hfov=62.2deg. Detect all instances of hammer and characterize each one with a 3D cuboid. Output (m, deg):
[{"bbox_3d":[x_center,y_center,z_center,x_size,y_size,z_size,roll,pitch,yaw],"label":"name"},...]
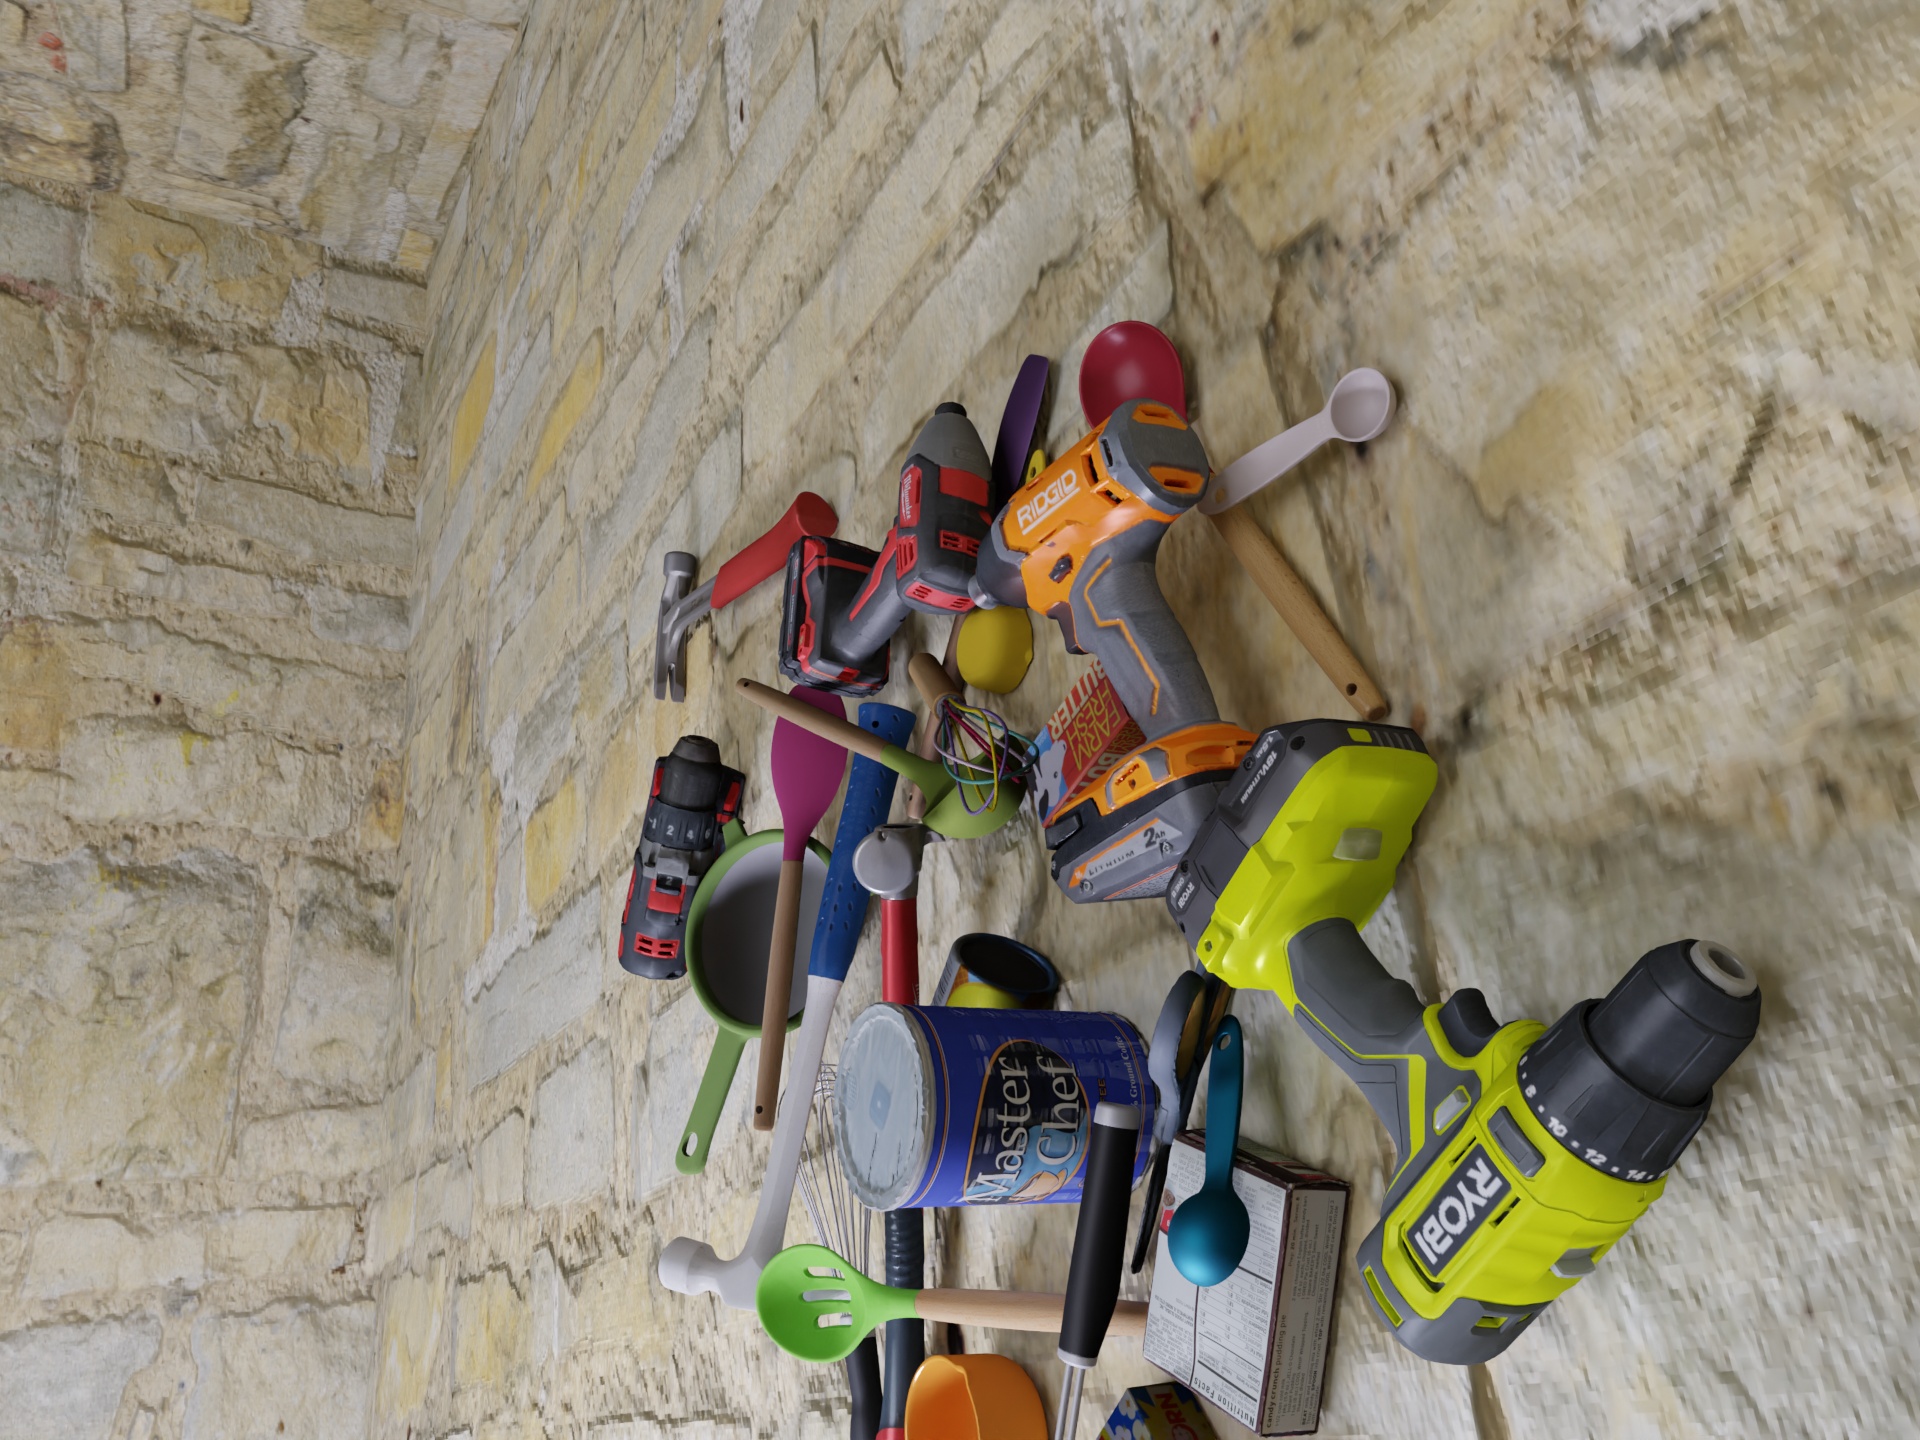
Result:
[{"bbox_3d":[-0.201,-0.119,1.423,0.359,0.036,0.149,-19,66,59],"label":"hammer"},{"bbox_3d":[-0.033,0.258,0.991,0.143,0.038,0.386,1,-92,-82],"label":"hammer"},{"bbox_3d":[-0.087,0.184,1.059,0.144,0.035,0.406,5,72,26],"label":"hammer"}]

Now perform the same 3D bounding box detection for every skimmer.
[{"bbox_3d":[0.023,0.361,0.745,0.127,0.090,0.363,-3,74,56],"label":"skimmer"}]

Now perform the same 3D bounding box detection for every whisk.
[{"bbox_3d":[-0.072,0.367,1.051,0.070,0.070,0.285,-39,55,52],"label":"whisk"},{"bbox_3d":[-0.001,-0.005,0.941,0.051,0.047,0.245,-32,20,0],"label":"whisk"}]

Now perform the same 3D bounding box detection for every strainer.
[{"bbox_3d":[-0.141,0.208,1.161,0.152,0.069,0.256,17,87,35],"label":"strainer"}]

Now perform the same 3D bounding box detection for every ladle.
[{"bbox_3d":[0.136,-0.108,0.816,0.069,0.031,0.316,-56,39,29],"label":"ladle"},{"bbox_3d":[-0.069,0.007,1.061,0.078,0.062,0.320,-46,39,-19],"label":"ladle"}]

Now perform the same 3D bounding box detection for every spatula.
[{"bbox_3d":[0.009,-0.085,1.050,0.060,0.018,0.316,-141,64,-66],"label":"spatula"}]

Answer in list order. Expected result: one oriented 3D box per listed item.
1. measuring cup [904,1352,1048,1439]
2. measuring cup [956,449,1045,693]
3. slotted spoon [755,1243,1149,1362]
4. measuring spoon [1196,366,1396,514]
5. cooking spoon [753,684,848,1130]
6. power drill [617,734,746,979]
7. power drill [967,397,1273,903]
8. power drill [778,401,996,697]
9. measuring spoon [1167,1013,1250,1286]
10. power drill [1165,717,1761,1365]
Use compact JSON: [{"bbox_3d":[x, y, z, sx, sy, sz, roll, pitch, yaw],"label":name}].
[{"bbox_3d":[0.029,0.414,0.853,0.174,0.052,0.095,38,116,56],"label":"measuring cup"},{"bbox_3d":[0.027,-0.095,1.004,0.062,0.029,0.156,22,104,61],"label":"measuring cup"},{"bbox_3d":[-0.001,0.325,0.876,0.314,0.031,0.070,-16,82,41],"label":"slotted spoon"},{"bbox_3d":[0.162,-0.129,0.768,0.124,0.018,0.034,-30,63,47],"label":"measuring spoon"},{"bbox_3d":[-0.121,0.125,1.119,0.069,0.017,0.319,-4,73,30],"label":"cooking spoon"},{"bbox_3d":[-0.223,0.088,1.283,0.227,0.080,0.188,-113,35,-78],"label":"power drill"},{"bbox_3d":[0.075,-0.026,0.809,0.164,0.084,0.227,-34,63,47],"label":"power drill"},{"bbox_3d":[-0.046,-0.112,1.076,0.219,0.078,0.143,-37,46,55],"label":"power drill"},{"bbox_3d":[0.111,0.188,0.717,0.042,0.021,0.129,-31,37,44],"label":"measuring spoon"},{"bbox_3d":[0.186,0.103,0.622,0.190,0.080,0.229,-65,36,30],"label":"power drill"}]
